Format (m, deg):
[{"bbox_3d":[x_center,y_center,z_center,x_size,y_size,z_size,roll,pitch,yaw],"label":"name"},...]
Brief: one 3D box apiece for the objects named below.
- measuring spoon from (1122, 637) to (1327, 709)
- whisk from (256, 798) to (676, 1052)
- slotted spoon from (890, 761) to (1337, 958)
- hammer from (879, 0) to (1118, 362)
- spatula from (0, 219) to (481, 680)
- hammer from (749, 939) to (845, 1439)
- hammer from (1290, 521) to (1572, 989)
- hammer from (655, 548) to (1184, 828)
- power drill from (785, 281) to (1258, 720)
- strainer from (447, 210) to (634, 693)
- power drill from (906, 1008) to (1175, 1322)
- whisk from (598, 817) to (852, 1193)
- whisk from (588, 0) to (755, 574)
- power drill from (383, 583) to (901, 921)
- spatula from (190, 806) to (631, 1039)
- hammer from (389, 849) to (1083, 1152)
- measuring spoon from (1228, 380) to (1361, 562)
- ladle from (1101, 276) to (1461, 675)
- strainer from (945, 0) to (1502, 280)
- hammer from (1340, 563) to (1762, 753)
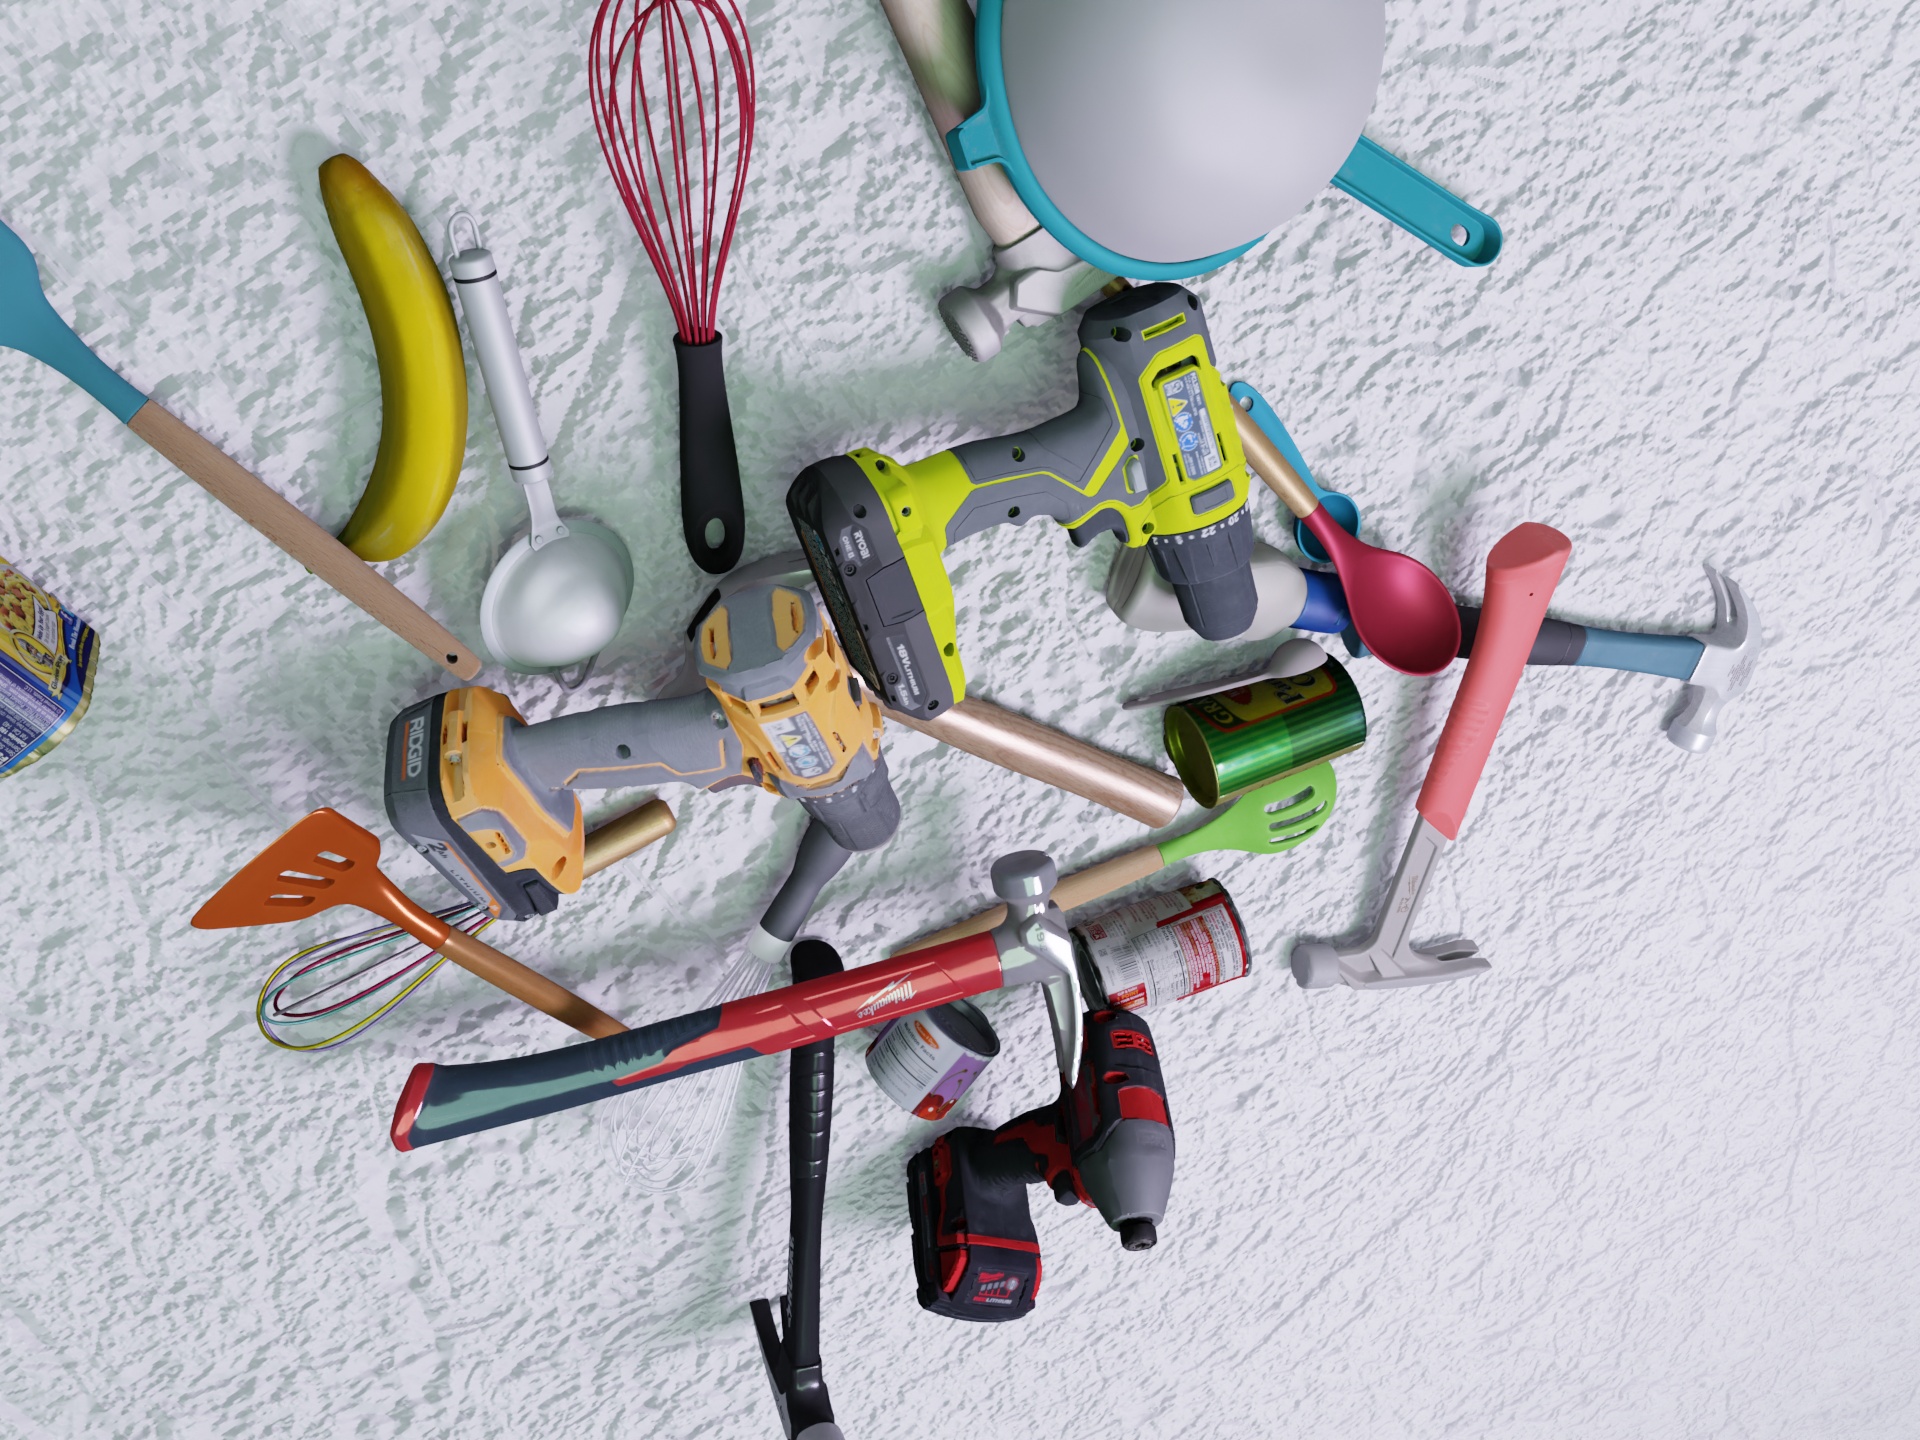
[{"bbox_3d":[0.154,-0.028,0.940,0.124,0.034,0.018,-15,103,14],"label":"measuring spoon"},{"bbox_3d":[-0.269,0.105,0.866,0.245,0.047,0.051,-28,136,-9],"label":"whisk"},{"bbox_3d":[0.103,0.097,1.010,0.313,0.031,0.070,-21,124,-7],"label":"slotted spoon"},{"bbox_3d":[-0.029,-0.361,0.691,0.146,0.038,0.410,-35,124,-1],"label":"hammer"},{"bbox_3d":[-0.341,-0.114,0.696,0.082,0.044,0.317,-46,116,5],"label":"spatula"},{"bbox_3d":[-0.098,0.296,1.007,0.035,0.146,0.334,-3,108,-20],"label":"hammer"},{"bbox_3d":[0.325,0.037,1.025,0.149,0.037,0.358,-3,127,-16],"label":"hammer"},{"bbox_3d":[-0.001,-0.003,0.909,0.331,0.031,0.130,21,110,-30],"label":"hammer"},{"bbox_3d":[0.045,-0.093,0.812,0.228,0.080,0.190,-26,116,-11],"label":"power drill"},{"bbox_3d":[-0.201,-0.111,0.751,0.087,0.050,0.258,-31,131,-30],"label":"strainer"},{"bbox_3d":[0.055,0.291,0.998,0.078,0.143,0.219,17,135,-27],"label":"power drill"},{"bbox_3d":[-0.129,0.156,0.935,0.070,0.070,0.284,26,99,-31],"label":"whisk"},{"bbox_3d":[-0.125,-0.196,0.739,0.073,0.073,0.295,-11,128,-15],"label":"whisk"},{"bbox_3d":[-0.147,0.031,0.809,0.226,0.084,0.185,-17,142,7],"label":"power drill"},{"bbox_3d":[-0.256,0.129,0.835,0.081,0.041,0.322,-41,140,0],"label":"spatula"},{"bbox_3d":[-0.119,0.188,0.898,0.386,0.038,0.143,-14,106,-11],"label":"hammer"},{"bbox_3d":[0.186,-0.144,0.912,0.042,0.021,0.128,-41,115,-2],"label":"measuring spoon"},{"bbox_3d":[0.178,-0.134,0.884,0.315,0.031,0.069,42,68,-25],"label":"ladle"},{"bbox_3d":[0.169,-0.289,0.747,0.340,0.095,0.211,17,96,-32],"label":"strainer"},{"bbox_3d":[0.386,-0.048,1.029,0.331,0.033,0.128,4,117,-23],"label":"hammer"}]
